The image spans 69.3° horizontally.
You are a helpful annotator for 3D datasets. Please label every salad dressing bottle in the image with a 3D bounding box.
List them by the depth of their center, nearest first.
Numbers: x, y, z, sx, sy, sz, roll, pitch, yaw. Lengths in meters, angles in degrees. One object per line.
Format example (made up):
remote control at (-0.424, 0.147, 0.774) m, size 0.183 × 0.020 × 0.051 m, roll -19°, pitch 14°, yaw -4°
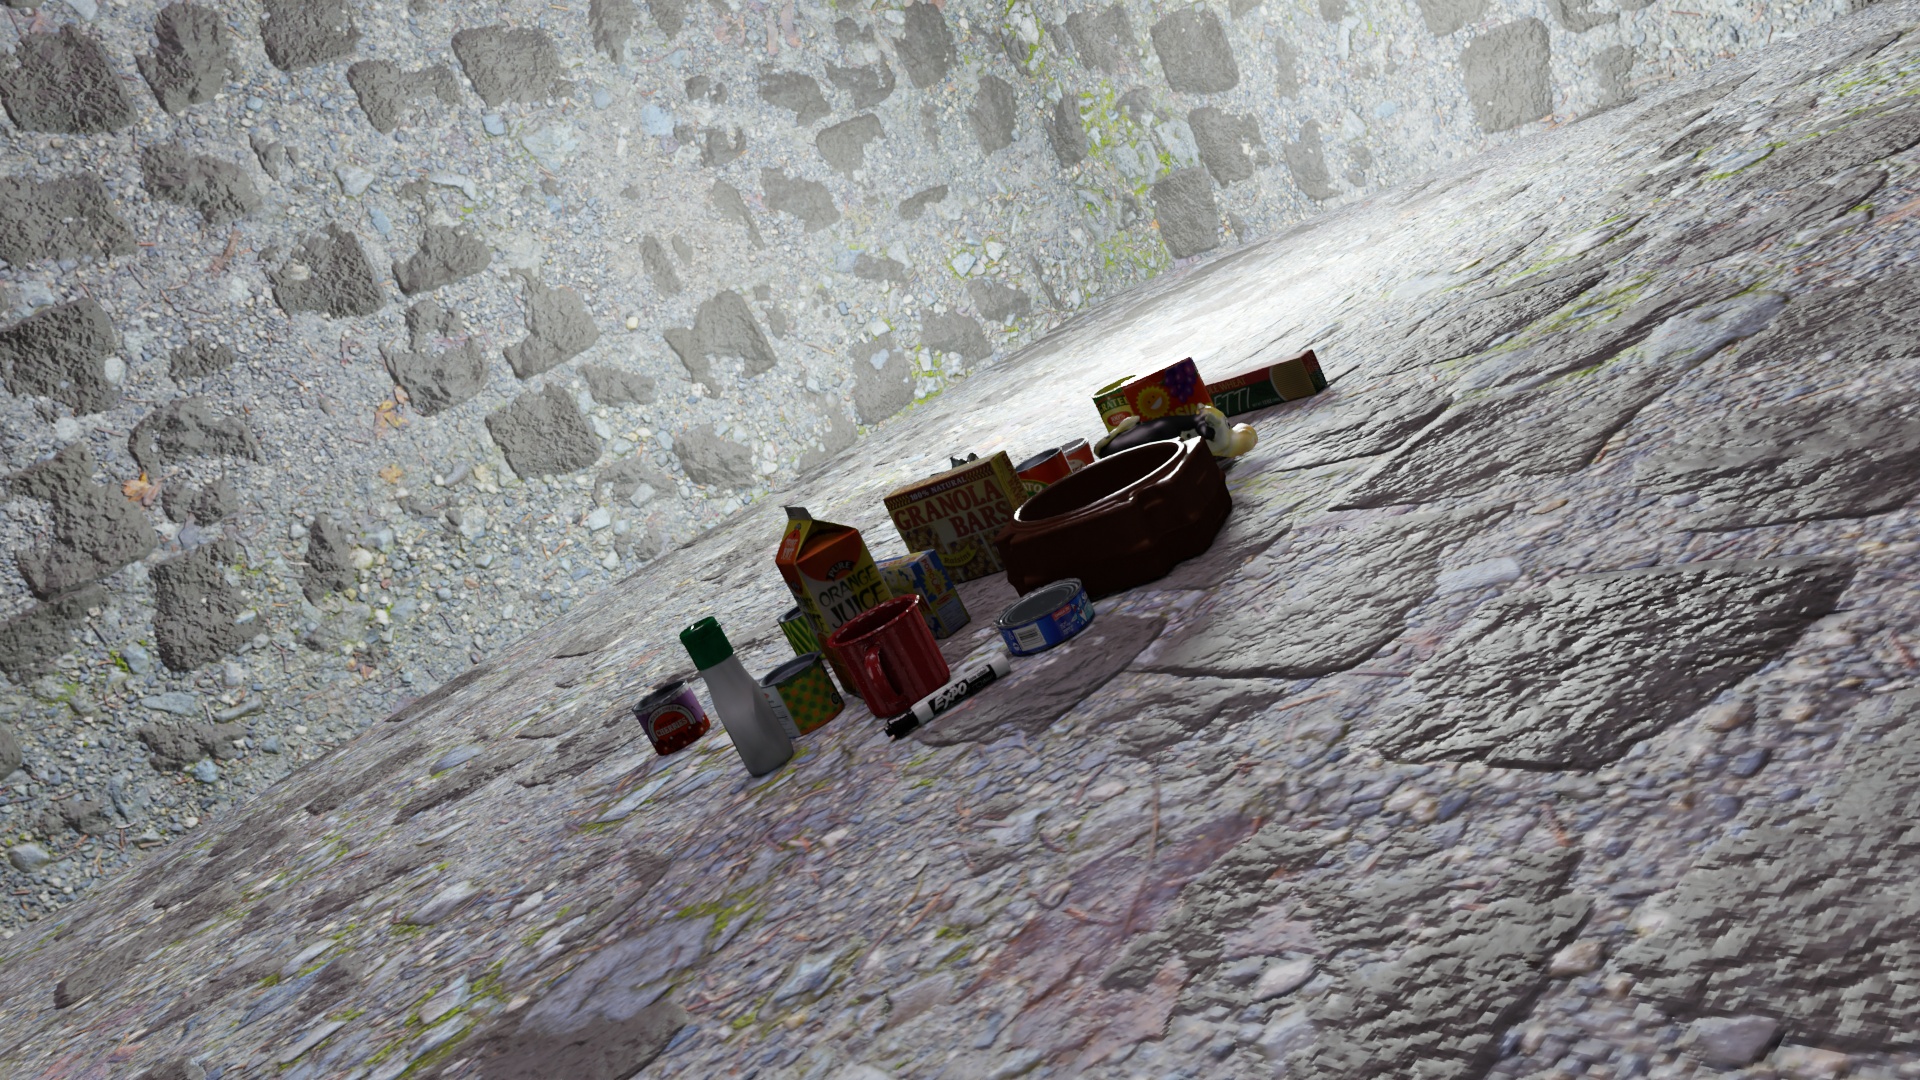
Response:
salad dressing bottle at (-0.204, 0.140, 1.260) m, size 0.044 × 0.147 × 0.064 m, roll -26°, pitch 11°, yaw 7°

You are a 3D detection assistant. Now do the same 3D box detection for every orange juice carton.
orange juice carton at (-0.116, 0.051, 1.346) m, size 0.073 × 0.192 × 0.072 m, roll -31°, pitch 11°, yaw -19°

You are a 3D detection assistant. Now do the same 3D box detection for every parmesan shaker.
parmesan shaker at (0.216, -0.148, 1.727) m, size 0.071 × 0.103 × 0.071 m, roll -26°, pitch 11°, yaw 5°

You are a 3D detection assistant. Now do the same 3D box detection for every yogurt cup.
yogurt cup at (0.143, -0.094, 1.774) m, size 0.072 × 0.054 × 0.072 m, roll -26°, pitch 11°, yaw 5°

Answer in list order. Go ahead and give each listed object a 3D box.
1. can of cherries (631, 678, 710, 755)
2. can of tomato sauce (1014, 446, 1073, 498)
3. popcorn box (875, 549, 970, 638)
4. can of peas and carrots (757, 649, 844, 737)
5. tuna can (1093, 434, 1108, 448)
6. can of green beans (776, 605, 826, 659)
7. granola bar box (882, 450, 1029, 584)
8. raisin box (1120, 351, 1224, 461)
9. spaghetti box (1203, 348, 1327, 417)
can of cherries at (-0.313, 0.192, 1.503) m, size 0.071 × 0.058 × 0.071 m, roll -26°, pitch 11°, yaw 5°
can of tomato sauce at (0.104, -0.057, 1.617) m, size 0.071 × 0.083 × 0.071 m, roll -26°, pitch 11°, yaw 5°
popcorn box at (-0.056, 0.060, 1.445) m, size 0.038 × 0.085 × 0.126 m, roll -34°, pitch 13°, yaw -35°
can of peas and carrots at (-0.151, 0.147, 1.336) m, size 0.071 × 0.058 × 0.071 m, roll -26°, pitch 11°, yaw 5°
tuna can at (0.210, -0.123, 1.806) m, size 0.071 × 0.032 × 0.071 m, roll -26°, pitch 11°, yaw 5°
can of green beans at (-0.166, 0.101, 1.581) m, size 0.071 × 0.057 × 0.071 m, roll -26°, pitch 11°, yaw 5°
granola bar box at (0.006, -0.020, 1.567) m, size 0.165 × 0.124 × 0.039 m, roll -18°, pitch 14°, yaw 38°
raisin box at (0.244, -0.138, 1.560) m, size 0.086 × 0.123 × 0.040 m, roll -24°, pitch 11°, yaw 13°
spaghetti box at (0.344, -0.184, 1.733) m, size 0.029 × 0.050 × 0.249 m, roll -35°, pitch 14°, yaw -35°
